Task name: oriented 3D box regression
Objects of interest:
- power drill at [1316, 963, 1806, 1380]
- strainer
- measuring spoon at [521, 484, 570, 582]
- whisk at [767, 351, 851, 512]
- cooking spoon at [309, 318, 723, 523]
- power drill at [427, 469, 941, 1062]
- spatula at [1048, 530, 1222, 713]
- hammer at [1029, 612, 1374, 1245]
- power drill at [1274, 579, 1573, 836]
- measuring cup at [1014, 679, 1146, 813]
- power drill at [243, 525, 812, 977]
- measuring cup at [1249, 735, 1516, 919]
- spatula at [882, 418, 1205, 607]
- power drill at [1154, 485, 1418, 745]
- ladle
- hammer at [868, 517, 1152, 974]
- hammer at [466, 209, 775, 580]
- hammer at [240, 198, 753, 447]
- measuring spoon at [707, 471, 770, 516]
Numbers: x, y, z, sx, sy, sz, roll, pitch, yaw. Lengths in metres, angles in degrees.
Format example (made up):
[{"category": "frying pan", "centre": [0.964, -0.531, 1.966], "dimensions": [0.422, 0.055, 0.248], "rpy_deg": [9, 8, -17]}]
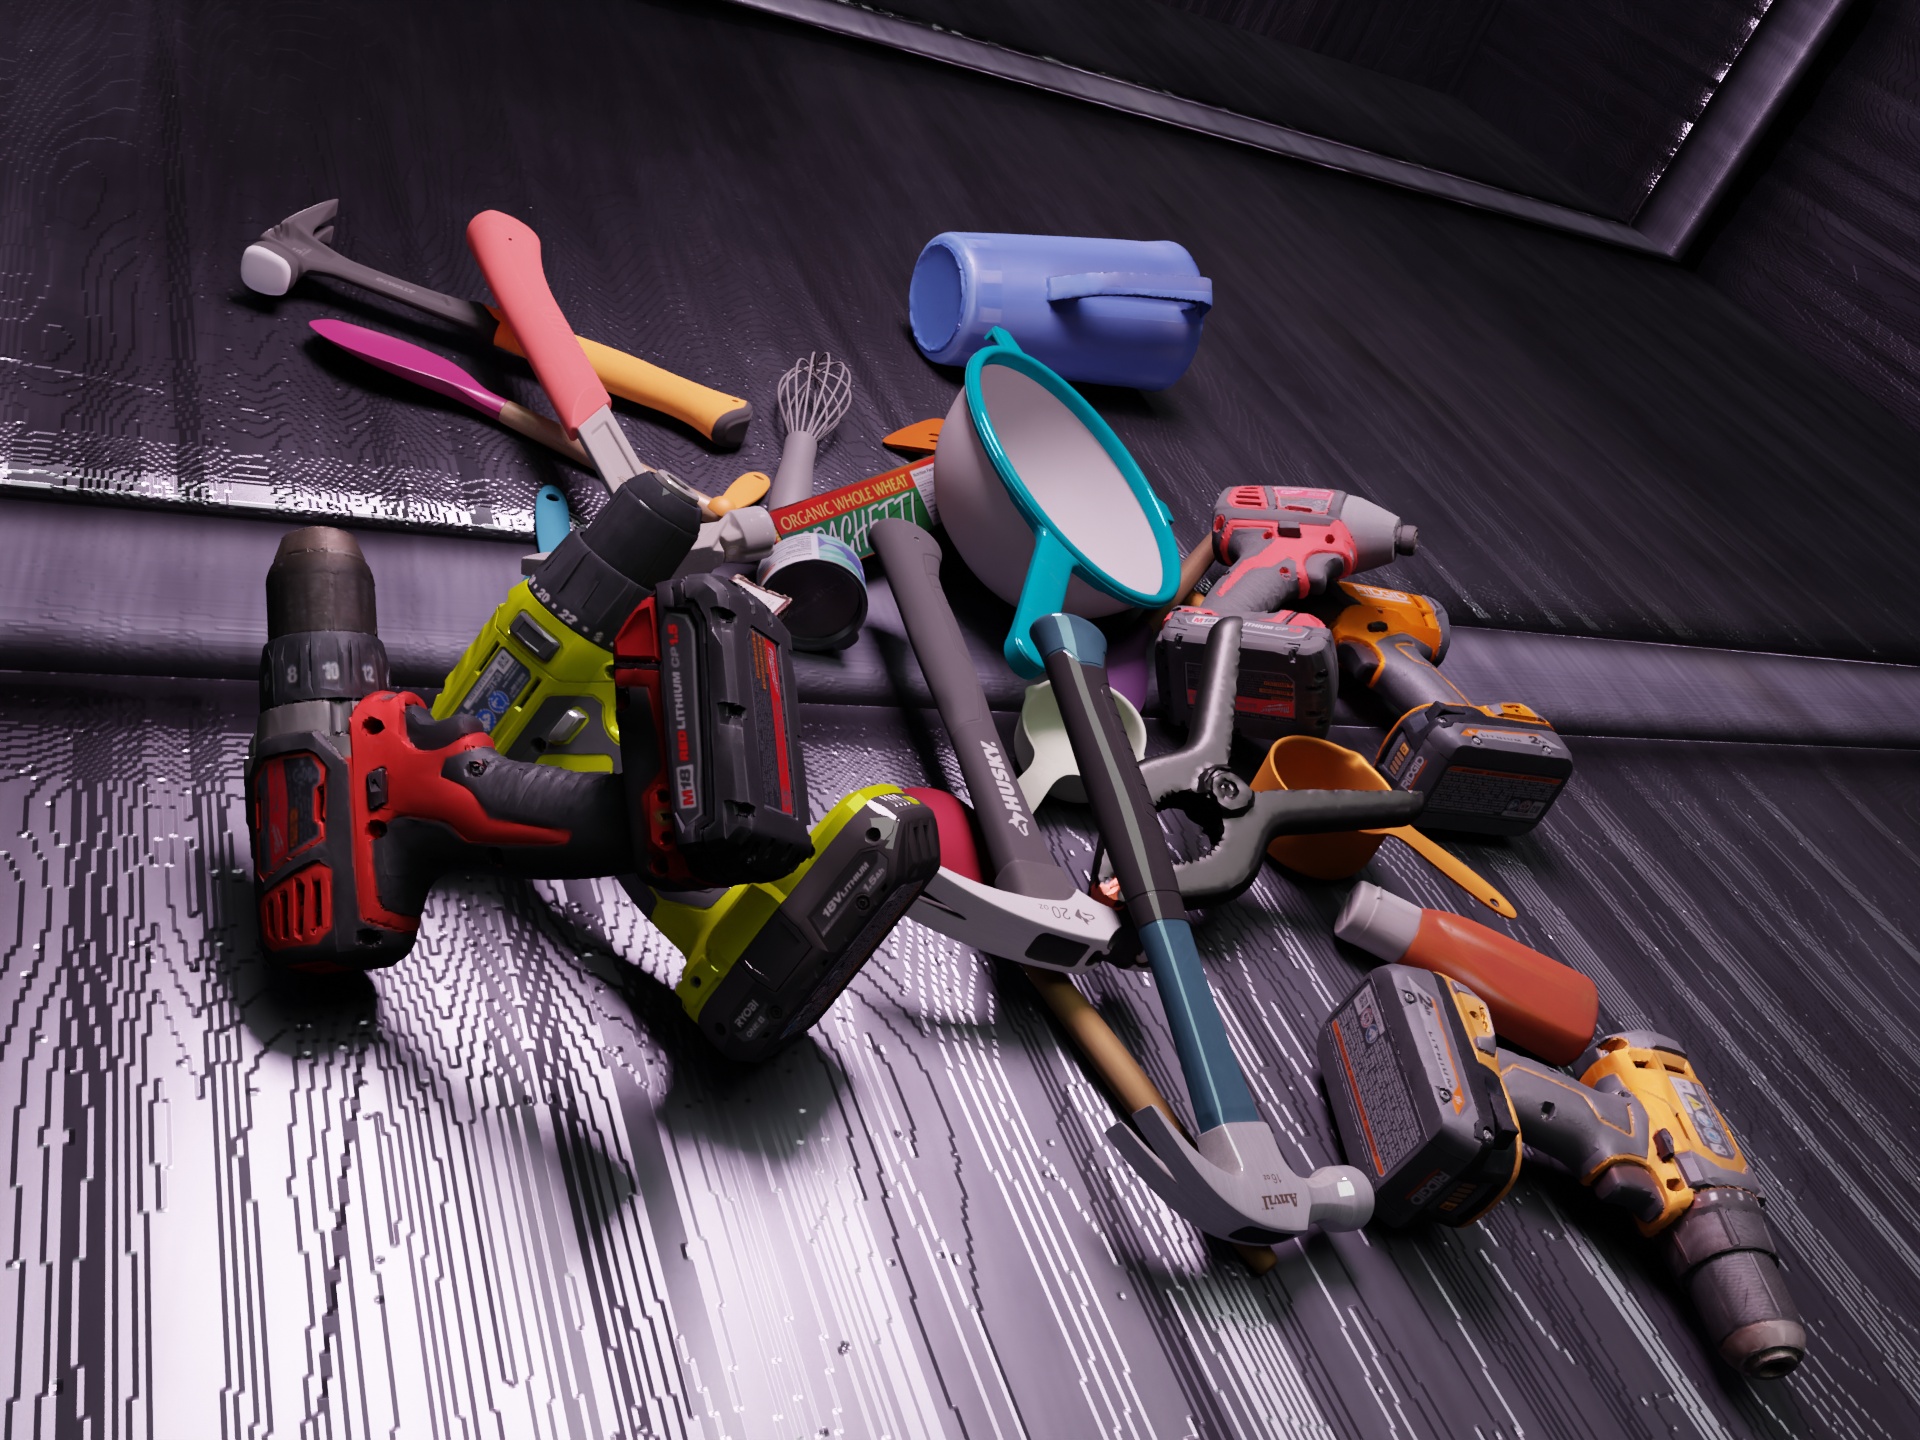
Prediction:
[{"category": "power drill", "centre": [0.306, 0.224, 0.794], "dimensions": [0.226, 0.084, 0.186], "rpy_deg": [18, 36, -19]}, {"category": "strainer", "centre": [0.039, -0.108, 1.032], "dimensions": [0.211, 0.095, 0.341], "rpy_deg": [44, 31, -18]}, {"category": "measuring spoon", "centre": [-0.238, -0.108, 0.939], "dimensions": [0.042, 0.021, 0.129], "rpy_deg": [8, 40, -24]}, {"category": "whisk", "centre": [-0.109, -0.191, 1.115], "dimensions": [0.055, 0.055, 0.239], "rpy_deg": [17, 40, -12]}, {"category": "cooking spoon", "centre": [-0.272, -0.188, 1.028], "dimensions": [0.319, 0.017, 0.069], "rpy_deg": [26, 19, 0]}, {"category": "power drill", "centre": [-0.123, 0.019, 0.707], "dimensions": [0.228, 0.190, 0.080], "rpy_deg": [40, 9, 12]}, {"category": "spatula", "centre": [0.139, -0.074, 1.110], "dimensions": [0.060, 0.018, 0.316], "rpy_deg": [34, 43, 7]}, {"category": "hammer", "centre": [0.096, 0.089, 0.777], "dimensions": [0.128, 0.033, 0.331], "rpy_deg": [8, 53, -37]}, {"category": "power drill", "centre": [0.304, -0.022, 1.117], "dimensions": [0.164, 0.084, 0.227], "rpy_deg": [7, 34, -23]}, {"category": "measuring cup", "centre": [0.044, 0.040, 0.919], "dimensions": [0.083, 0.038, 0.168], "rpy_deg": [33, 52, 12]}, {"category": "power drill", "centre": [-0.185, -0.002, 0.645], "dimensions": [0.226, 0.080, 0.188], "rpy_deg": [-10, 78, 11]}, {"category": "measuring cup", "centre": [0.252, 0.081, 0.971], "dimensions": [0.174, 0.052, 0.095], "rpy_deg": [37, 36, 14]}, {"category": "spatula", "centre": [0.087, -0.143, 1.191], "dimensions": [0.323, 0.041, 0.081], "rpy_deg": [38, 37, 11]}, {"category": "power drill", "centre": [0.222, -0.084, 1.077], "dimensions": [0.143, 0.078, 0.220], "rpy_deg": [8, 42, 22]}, {"category": "ladle", "centre": [0.051, 0.140, 0.790], "dimensions": [0.069, 0.031, 0.316], "rpy_deg": [-20, 55, -31]}, {"category": "hammer", "centre": [-0.001, -0.003, 0.877], "dimensions": [0.146, 0.035, 0.335], "rpy_deg": [12, 38, -30]}, {"category": "hammer", "centre": [-0.251, -0.208, 0.990], "dimensions": [0.149, 0.036, 0.359], "rpy_deg": [-13, 51, -28]}, {"category": "hammer", "centre": [-0.304, -0.267, 1.097], "dimensions": [0.336, 0.034, 0.127], "rpy_deg": [20, 30, -9]}, {"category": "measuring spoon", "centre": [-0.143, -0.152, 1.046], "dimensions": [0.021, 0.011, 0.117], "rpy_deg": [26, 21, -2]}]
